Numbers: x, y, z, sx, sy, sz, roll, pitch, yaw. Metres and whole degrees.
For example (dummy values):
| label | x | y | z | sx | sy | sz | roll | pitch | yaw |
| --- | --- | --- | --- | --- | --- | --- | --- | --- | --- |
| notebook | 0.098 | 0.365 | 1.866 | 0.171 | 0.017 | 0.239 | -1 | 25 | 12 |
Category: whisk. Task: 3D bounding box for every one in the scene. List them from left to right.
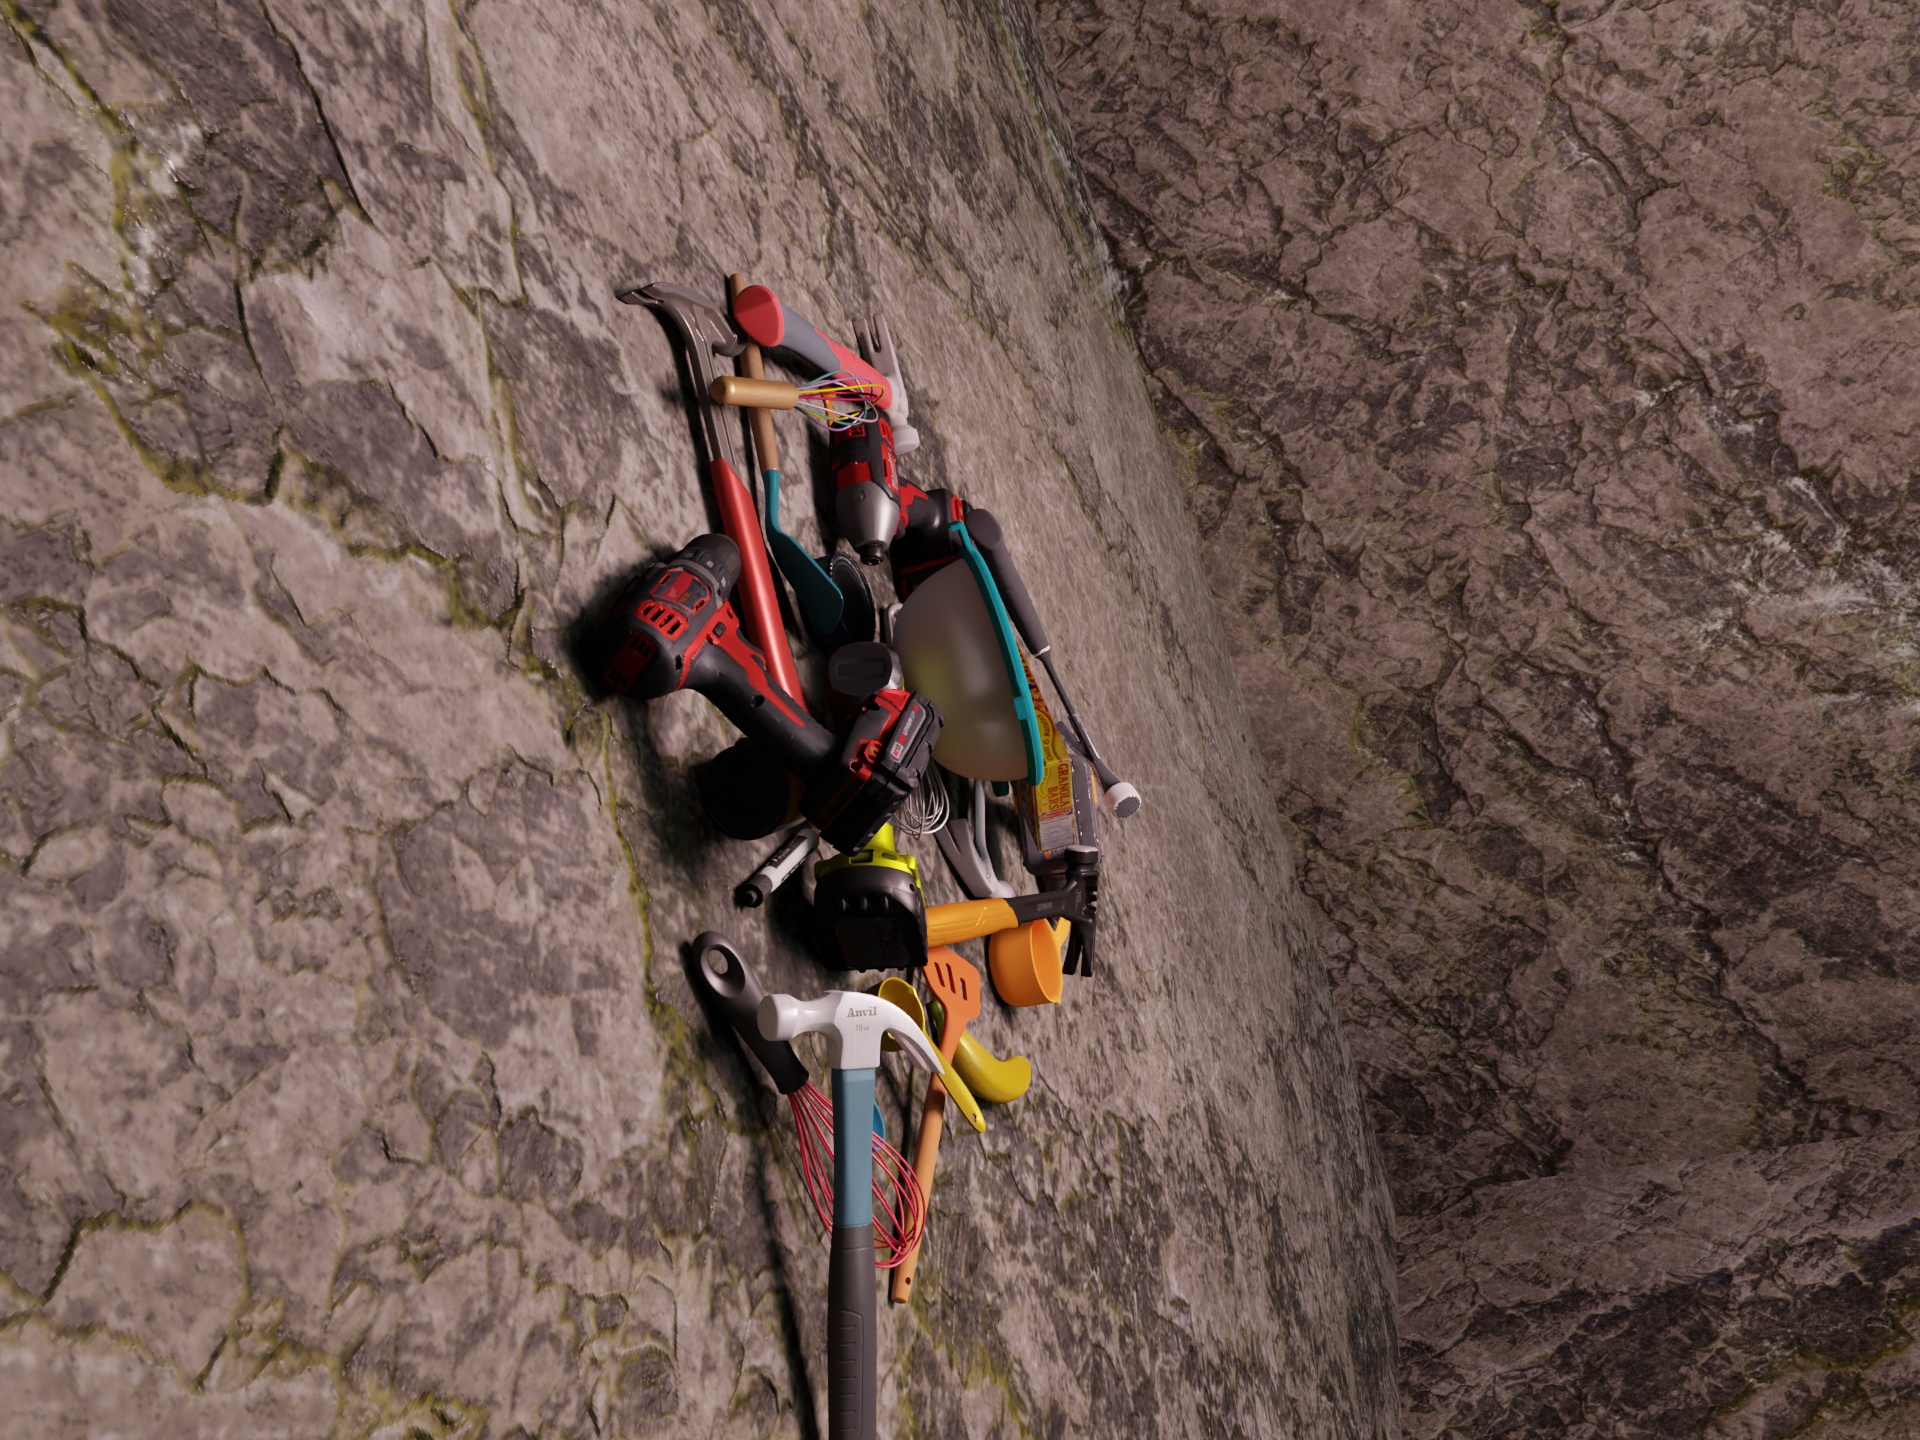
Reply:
| label | x | y | z | sx | sy | sz | roll | pitch | yaw |
| --- | --- | --- | --- | --- | --- | --- | --- | --- | --- |
| whisk | -0.126 | -0.263 | 1.280 | 0.245 | 0.047 | 0.051 | -18 | 106 | -65 |
| whisk | -0.104 | 0.260 | 1.082 | 0.295 | 0.073 | 0.073 | 62 | 23 | -21 |
| whisk | -0.048 | -0.004 | 1.442 | 0.059 | 0.057 | 0.247 | 110 | -24 | -57 |

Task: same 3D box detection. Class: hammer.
| label | x | y | z | sx | sy | sz | roll | pitch | yaw |
| --- | --- | --- | --- | --- | --- | --- | --- | --- | --- |
| hammer | -0.171 | -0.150 | 1.207 | 0.149 | 0.037 | 0.359 | -6 | 82 | -71 |
| hammer | -0.119 | -0.340 | 1.431 | 0.386 | 0.038 | 0.143 | 2 | 73 | -76 |
| hammer | -0.072 | 0.344 | 1.043 | 0.128 | 0.033 | 0.331 | 3 | 84 | -34 |
| hammer | 0.018 | -0.005 | 1.639 | 0.143 | 0.035 | 0.406 | 54 | 29 | -48 |
| hammer | 0.028 | 0.182 | 1.421 | 0.336 | 0.034 | 0.127 | 2 | 90 | -55 |
| hammer | 0.087 | -0.064 | 1.636 | 0.149 | 0.036 | 0.408 | 57 | -3 | 45 |

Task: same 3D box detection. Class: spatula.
| label | x | y | z | sx | sy | sz | roll | pitch | yaw |
| --- | --- | --- | --- | --- | --- | --- | --- | --- | --- |
| spatula | -0.150 | -0.226 | 1.306 | 0.082 | 0.044 | 0.318 | 128 | -48 | -68 |
| spatula | -0.026 | 0.314 | 1.293 | 0.081 | 0.041 | 0.323 | 35 | 45 | -26 |

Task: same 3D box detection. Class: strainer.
| label | x | y | z | sx | sy | sz | roll | pitch | yaw |
| --- | --- | --- | --- | --- | --- | --- | --- | --- | --- |
| strainer | -0.002 | -0.004 | 1.398 | 0.340 | 0.095 | 0.211 | 85 | -13 | -62 |

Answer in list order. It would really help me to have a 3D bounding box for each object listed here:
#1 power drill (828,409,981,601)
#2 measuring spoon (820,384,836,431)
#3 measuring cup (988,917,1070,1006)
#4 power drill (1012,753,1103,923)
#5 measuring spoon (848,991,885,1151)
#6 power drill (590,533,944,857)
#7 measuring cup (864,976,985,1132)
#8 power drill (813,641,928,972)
| label | x | y | z | sx | sy | sz | roll | pitch | yaw |
| --- | --- | --- | --- | --- | --- | --- | --- | --- | --- |
| power drill | -0.054 | -0.182 | 1.491 | 0.219 | 0.078 | 0.143 | 38 | 42 | -61 |
| measuring spoon | -0.112 | -0.260 | 1.488 | 0.021 | 0.011 | 0.117 | -4 | 80 | -71 |
| measuring cup | 0.073 | 0.229 | 1.607 | 0.173 | 0.052 | 0.095 | -41 | 116 | -71 |
| power drill | 0.105 | 0.125 | 1.680 | 0.226 | 0.084 | 0.185 | 60 | 23 | -84 |
| measuring spoon | -0.082 | 0.267 | 1.208 | 0.042 | 0.021 | 0.129 | 47 | 25 | -51 |
| power drill | -0.125 | -0.031 | 1.076 | 0.226 | 0.080 | 0.188 | 36 | 29 | -9 |
| measuring cup | -0.030 | 0.274 | 1.272 | 0.156 | 0.029 | 0.062 | 57 | 29 | -16 |
| power drill | -0.067 | 0.078 | 1.254 | 0.190 | 0.080 | 0.229 | 82 | 6 | -57 |
